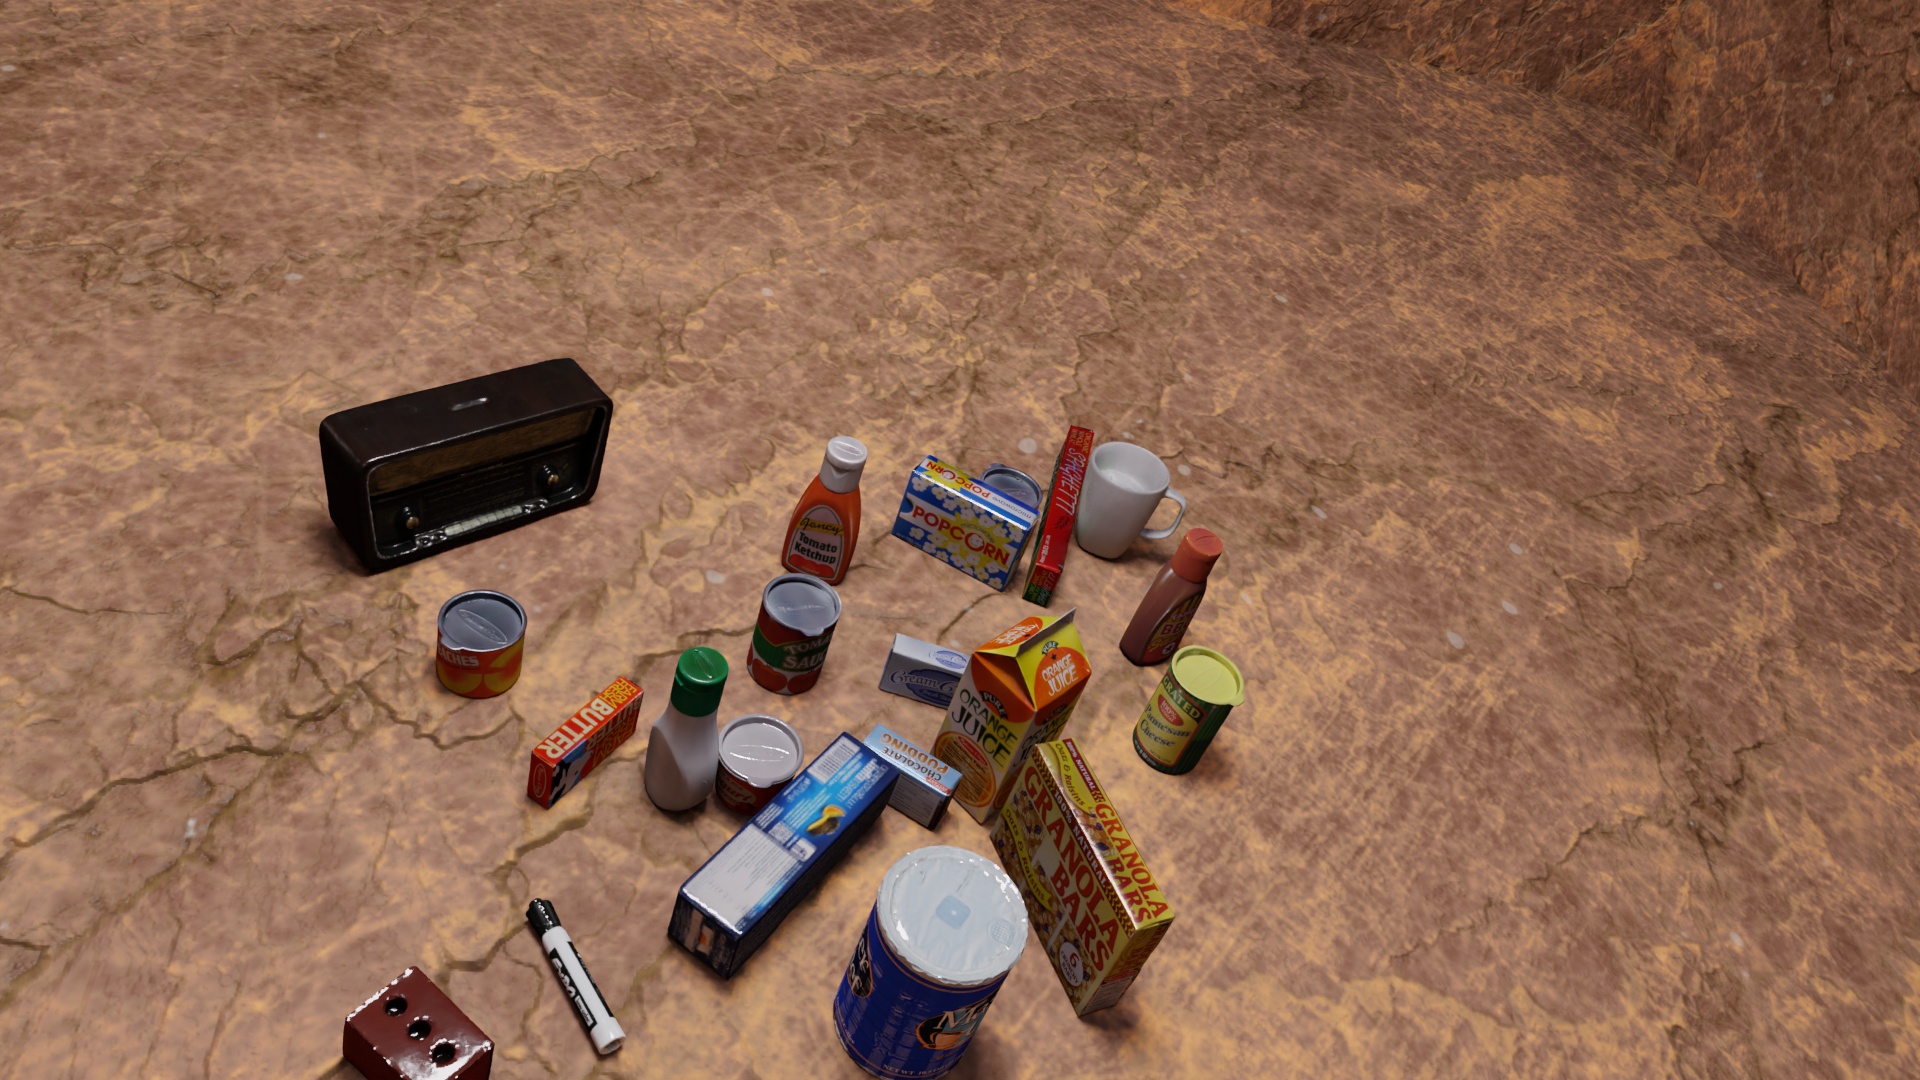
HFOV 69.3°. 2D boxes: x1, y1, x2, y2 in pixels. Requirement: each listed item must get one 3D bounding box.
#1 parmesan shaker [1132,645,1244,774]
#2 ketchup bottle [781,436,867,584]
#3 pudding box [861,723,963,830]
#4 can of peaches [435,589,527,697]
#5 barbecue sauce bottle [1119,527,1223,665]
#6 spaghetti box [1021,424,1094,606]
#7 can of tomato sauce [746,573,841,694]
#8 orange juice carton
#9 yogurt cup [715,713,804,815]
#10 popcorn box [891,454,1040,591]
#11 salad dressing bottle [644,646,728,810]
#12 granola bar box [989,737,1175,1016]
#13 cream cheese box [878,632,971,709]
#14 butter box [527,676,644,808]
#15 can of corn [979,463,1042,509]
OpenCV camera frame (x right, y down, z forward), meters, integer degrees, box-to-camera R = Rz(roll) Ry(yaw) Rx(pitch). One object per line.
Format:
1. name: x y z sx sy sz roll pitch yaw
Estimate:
1. parmesan shaker: 0.201 0.153 1.228 0.071 0.102 0.072 12 41 -10
2. ketchup bottle: -0.118 -0.028 1.260 0.065 0.148 0.044 21 40 0
3. pudding box: -0.045 0.191 1.122 0.084 0.049 0.030 30 41 10
4. can of peaches: -0.380 0.083 1.095 0.071 0.057 0.071 12 41 -10
5. barbecue sauce bottle: 0.201 0.052 1.305 0.065 0.147 0.044 -16 52 -36
6. spaghetti box: 0.103 -0.031 1.433 0.029 0.049 0.251 20 40 -1
7. can of tomato sauce: -0.141 0.081 1.178 0.071 0.082 0.071 12 41 -10
8. orange juice carton: 0.041 0.132 1.114 0.073 0.191 0.072 41 44 23
9. yogurt cup: -0.160 0.177 1.085 0.072 0.053 0.073 12 41 -10
10. popcorn box: 0.005 -0.017 1.348 0.127 0.084 0.038 28 40 8
11. salad dressing bottle: -0.203 0.141 1.035 0.044 0.146 0.064 -16 52 -36
12. granola bar box: 0.088 0.253 1.052 0.039 0.123 0.166 -5 46 -28
13. cream cheese box: -0.016 0.120 1.211 0.104 0.053 0.024 18 40 -4
14. butter box: -0.286 0.153 1.061 0.024 0.052 0.104 31 41 12
15. can of corn: 0.042 -0.034 1.404 0.071 0.058 0.071 12 41 -10
